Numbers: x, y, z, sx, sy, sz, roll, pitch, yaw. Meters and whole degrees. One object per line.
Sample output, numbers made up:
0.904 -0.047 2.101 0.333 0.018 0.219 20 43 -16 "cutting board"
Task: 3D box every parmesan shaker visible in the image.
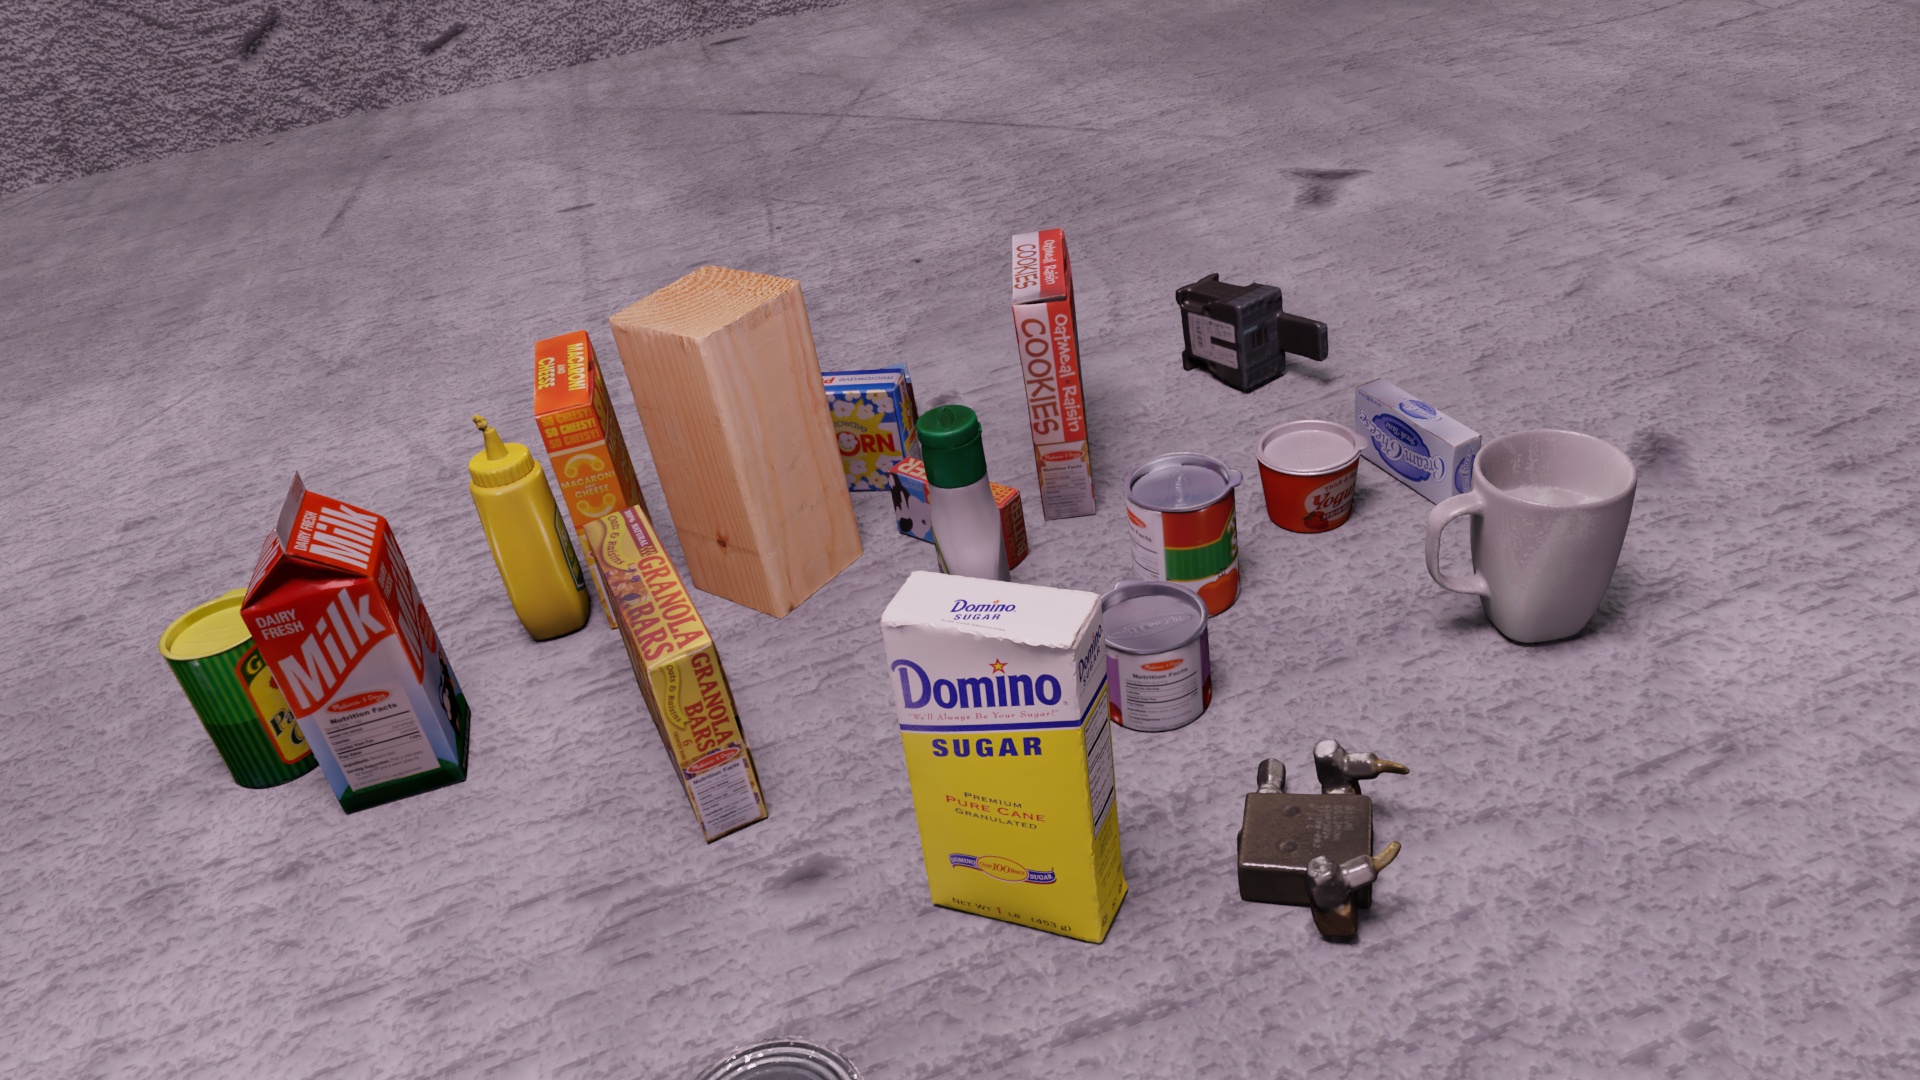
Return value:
-0.431 0.090 0.850 0.071 0.102 0.072 -7 33 5 "parmesan shaker"

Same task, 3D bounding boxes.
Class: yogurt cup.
0.230 -0.041 0.916 0.072 0.053 0.073 -7 33 5 "yogurt cup"

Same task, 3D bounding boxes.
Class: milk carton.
-0.350 0.056 0.799 0.073 0.189 0.072 -15 33 -8 "milk carton"

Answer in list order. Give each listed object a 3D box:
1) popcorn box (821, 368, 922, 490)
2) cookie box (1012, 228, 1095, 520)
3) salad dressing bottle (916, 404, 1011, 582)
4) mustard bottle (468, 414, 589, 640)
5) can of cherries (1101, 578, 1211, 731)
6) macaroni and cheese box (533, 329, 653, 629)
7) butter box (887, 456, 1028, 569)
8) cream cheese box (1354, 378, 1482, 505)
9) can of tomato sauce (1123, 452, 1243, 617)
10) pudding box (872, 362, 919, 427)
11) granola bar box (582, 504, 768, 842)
-0.098 -0.081 1.038 0.127 0.084 0.038 -1 34 14 "popcorn box"
0.066 -0.118 0.974 0.040 0.166 0.123 -7 33 6 "cookie box"
0.003 -0.011 0.844 0.044 0.147 0.064 -10 32 1 "salad dressing bottle"
-0.288 -0.012 0.915 0.049 0.159 0.065 -16 33 -9 "mustard bottle"
0.108 0.063 0.784 0.071 0.058 0.072 -7 33 5 "can of cherries"
-0.245 -0.043 0.945 0.040 0.165 0.124 -15 33 -8 "macaroni and cheese box"
-0.002 -0.019 0.946 0.103 0.053 0.024 18 42 37 "butter box"
0.305 -0.065 0.931 0.024 0.053 0.104 -20 34 -15 "cream cheese box"
0.139 -0.002 0.854 0.071 0.082 0.071 -7 33 5 "can of tomato sauce"
-0.077 -0.107 1.105 0.084 0.049 0.030 -13 33 -5 "pudding box"
-0.163 0.071 0.786 0.039 0.123 0.166 -21 34 -16 "granola bar box"
